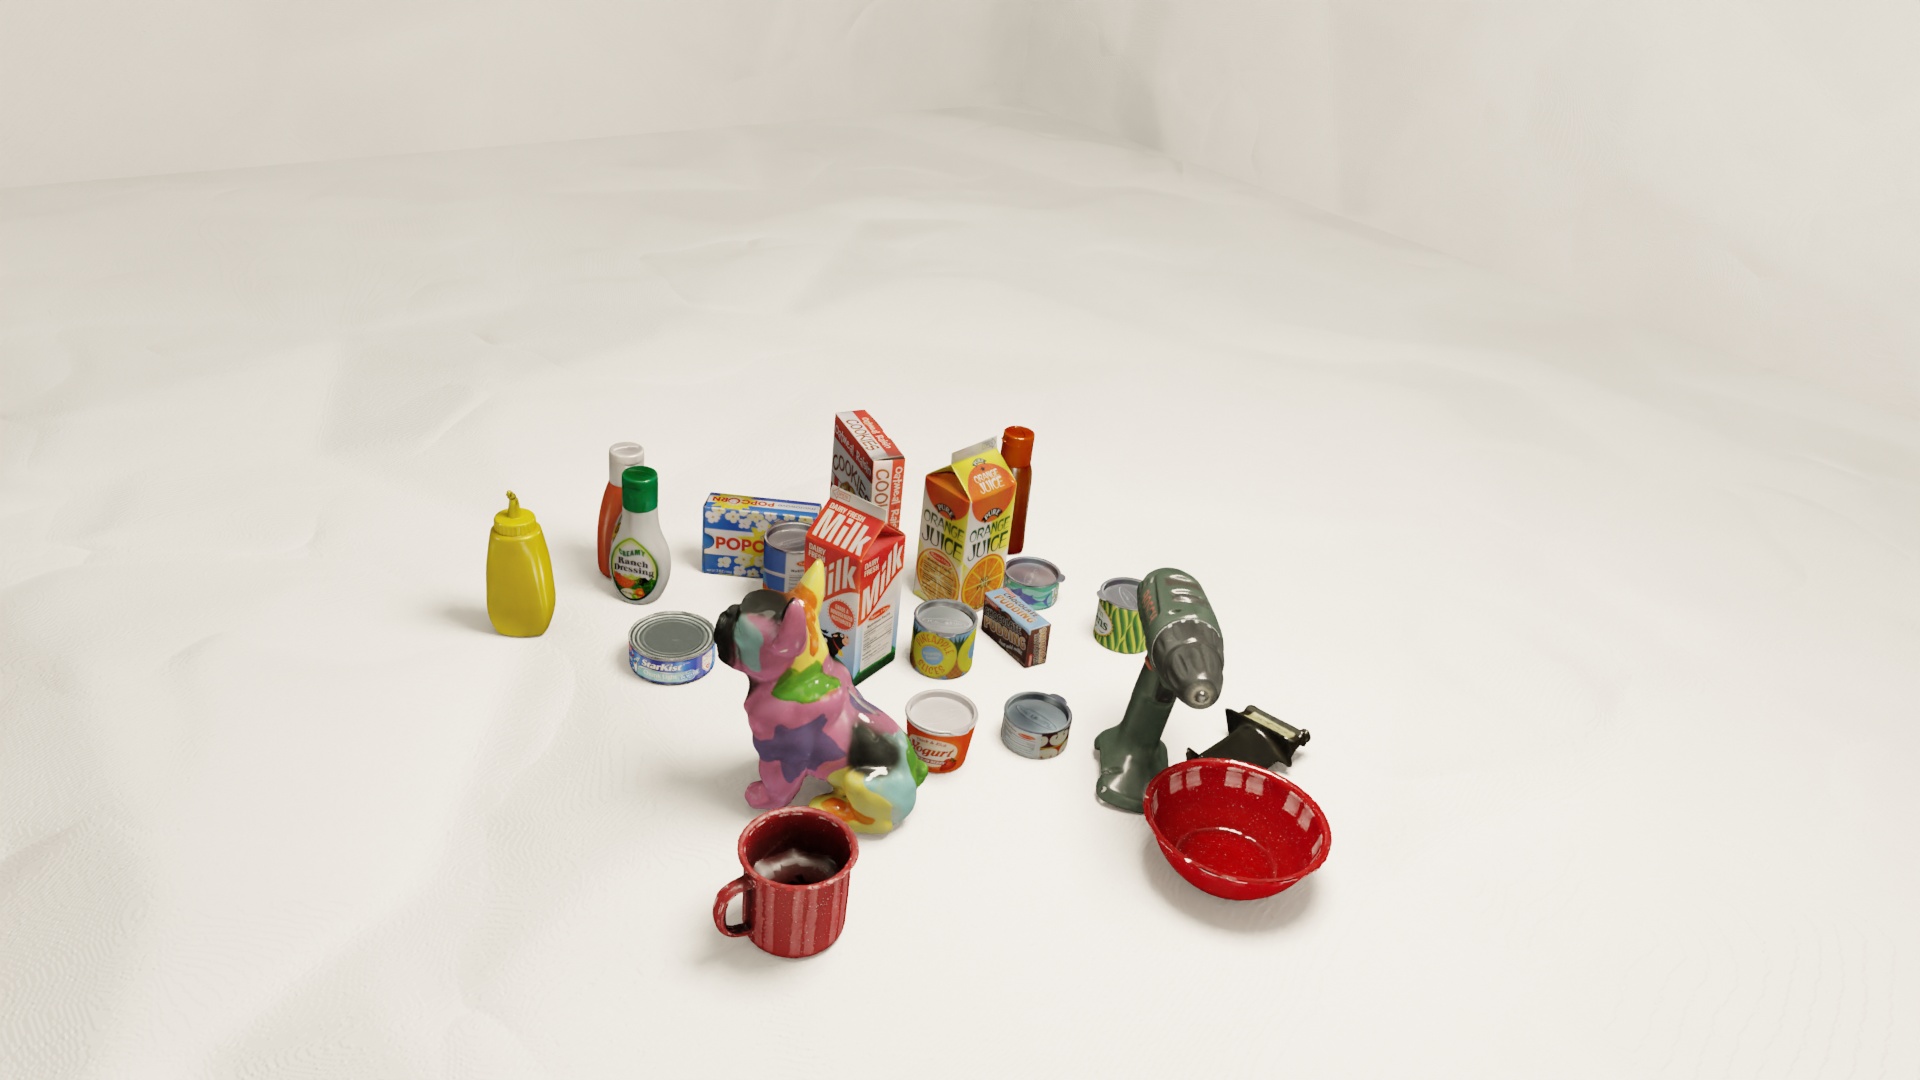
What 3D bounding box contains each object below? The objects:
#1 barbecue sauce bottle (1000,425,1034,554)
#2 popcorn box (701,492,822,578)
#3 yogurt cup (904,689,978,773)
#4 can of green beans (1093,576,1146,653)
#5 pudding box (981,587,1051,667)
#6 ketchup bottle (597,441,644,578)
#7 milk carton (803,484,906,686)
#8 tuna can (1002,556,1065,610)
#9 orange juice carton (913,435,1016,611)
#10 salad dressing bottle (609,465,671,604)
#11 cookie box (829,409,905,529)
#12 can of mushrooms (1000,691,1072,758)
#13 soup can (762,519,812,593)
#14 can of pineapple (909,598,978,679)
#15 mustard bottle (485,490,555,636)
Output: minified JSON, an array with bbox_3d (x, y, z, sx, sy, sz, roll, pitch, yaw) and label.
[{"bbox_3d":[0.060,-0.061,1.629,0.044,0.147,0.065,-2,31,-16],"label":"barbecue sauce bottle"},{"bbox_3d":[-0.219,-0.003,1.533,0.127,0.084,0.038,6,29,-2],"label":"popcorn box"},{"bbox_3d":[-0.020,0.178,1.288,0.072,0.053,0.073,5,29,-3],"label":"yogurt cup"},{"bbox_3d":[0.179,0.081,1.497,0.071,0.057,0.071,5,29,-3],"label":"can of green beans"},{"bbox_3d":[0.058,0.091,1.463,0.030,0.049,0.084,-14,35,-32],"label":"pudding box"},{"bbox_3d":[-0.358,-0.033,1.492,0.065,0.148,0.043,-14,35,-32],"label":"ketchup bottle"},{"bbox_3d":[-0.106,0.041,1.373,0.072,0.189,0.074,24,33,28],"label":"milk carton"},{"bbox_3d":[0.081,0.048,1.559,0.071,0.032,0.071,5,29,-3],"label":"tuna can"},{"bbox_3d":[0.005,-0.019,1.499,0.072,0.191,0.073,-22,40,-41],"label":"orange juice carton"},{"bbox_3d":[-0.335,-0.006,1.450,0.064,0.146,0.044,12,30,9],"label":"salad dressing bottle"},{"bbox_3d":[-0.106,-0.045,1.548,0.040,0.166,0.123,-8,32,-24],"label":"cookie box"},{"bbox_3d":[0.074,0.176,1.332,0.071,0.033,0.071,5,29,-3],"label":"can of mushrooms"},{"bbox_3d":[-0.179,0.030,1.485,0.071,0.083,0.072,5,29,-3],"label":"soup can"},{"bbox_3d":[-0.018,0.102,1.419,0.071,0.057,0.071,5,29,-3],"label":"can of pineapple"},{"bbox_3d":[-0.436,0.019,1.373,0.065,0.159,0.049,4,29,-5],"label":"mustard bottle"}]
